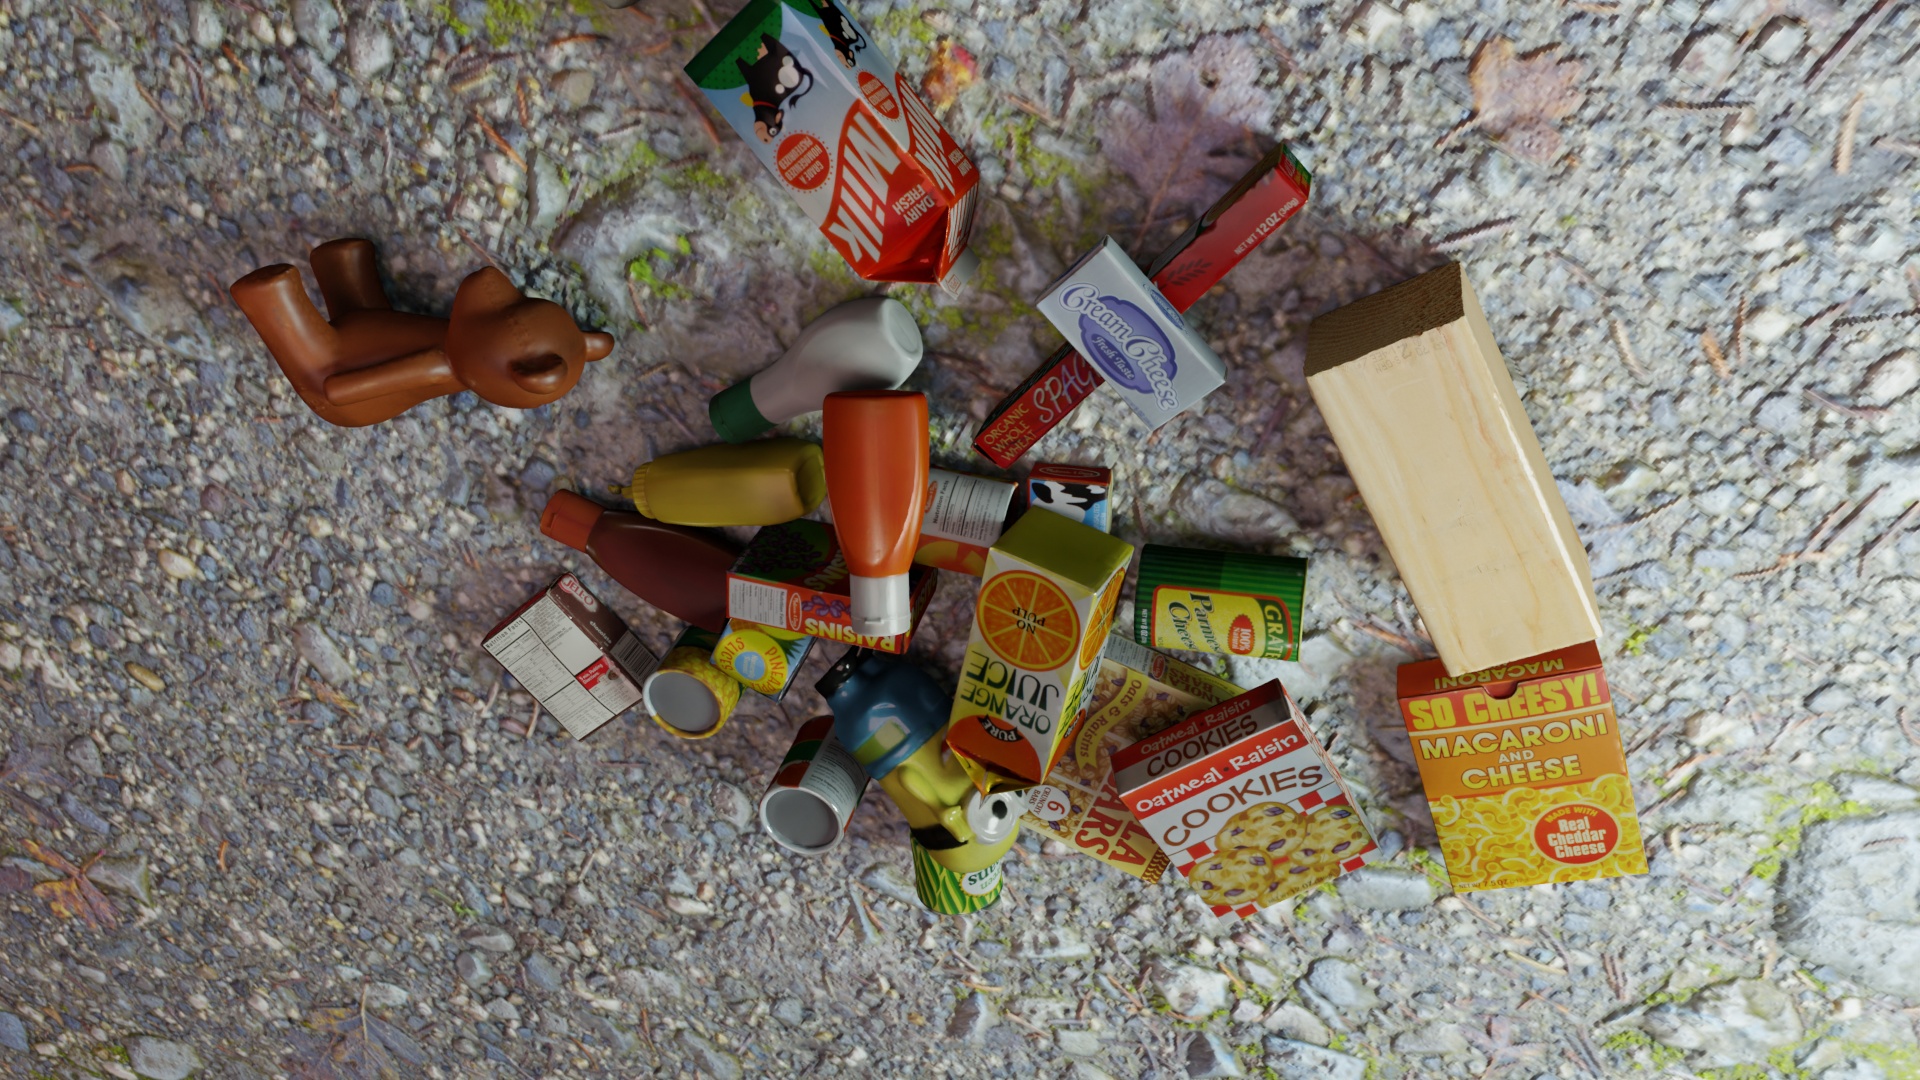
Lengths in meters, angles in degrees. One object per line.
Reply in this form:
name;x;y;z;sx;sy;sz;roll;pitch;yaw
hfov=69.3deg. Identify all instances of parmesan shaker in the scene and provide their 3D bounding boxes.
parmesan shaker;0.165;0.041;0.880;0.103;0.072;0.071;5;120;14

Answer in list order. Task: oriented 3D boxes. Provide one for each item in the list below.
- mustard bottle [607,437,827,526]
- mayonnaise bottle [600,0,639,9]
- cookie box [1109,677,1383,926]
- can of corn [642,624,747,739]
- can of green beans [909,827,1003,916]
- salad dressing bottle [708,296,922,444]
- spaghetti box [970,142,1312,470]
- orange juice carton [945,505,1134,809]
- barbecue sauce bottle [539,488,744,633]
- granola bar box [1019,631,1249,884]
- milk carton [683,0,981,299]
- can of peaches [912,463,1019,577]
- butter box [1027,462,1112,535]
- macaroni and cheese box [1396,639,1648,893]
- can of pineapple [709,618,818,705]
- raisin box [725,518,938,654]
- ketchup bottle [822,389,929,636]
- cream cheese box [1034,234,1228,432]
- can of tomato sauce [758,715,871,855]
mustard bottle;-0.169;-0.037;0.936;0.160;0.065;0.048;-2;114;24
mayonnaise bottle;-0.164;-0.364;0.755;0.064;0.041;0.147;45;122;-9
cookie box;0.192;0.177;0.926;0.123;0.040;0.167;-28;125;14
can of corn;-0.190;0.105;1.023;0.071;0.058;0.070;7;121;12
can of green beans;-0.003;0.237;1.041;0.071;0.071;0.057;3;119;15
salad dressing bottle;-0.095;-0.105;0.885;0.147;0.044;0.064;-22;119;27
spaghetti box;0.100;-0.130;0.809;0.028;0.050;0.249;43;122;-9
orange juice carton;0.046;0.083;0.894;0.073;0.072;0.191;22;121;17
barbecue sauce bottle;-0.224;0.009;0.986;0.148;0.044;0.064;24;106;3
granola bar box;0.115;0.151;0.973;0.124;0.039;0.164;24;123;3
milk carton;-0.057;-0.221;0.788;0.073;0.073;0.190;-34;106;29
can of peaches;0.003;-0.011;0.898;0.058;0.071;0.071;12;122;9
butter box;0.071;0.001;0.908;0.053;0.024;0.103;6;121;13
macaroni and cheese box;0.363;0.148;0.899;0.123;0.040;0.166;-13;115;22
can of pineapple;-0.138;0.074;0.984;0.058;0.071;0.070;29;123;-1
raisin box;-0.084;0.028;0.932;0.123;0.086;0.039;11;120;10
ketchup bottle;-0.051;-0.017;0.850;0.065;0.043;0.148;1;99;11
cream cheese box;0.095;-0.114;0.773;0.053;0.024;0.103;-37;105;30
can of tomato sauce;-0.106;0.182;1.029;0.071;0.083;0.070;7;120;12
